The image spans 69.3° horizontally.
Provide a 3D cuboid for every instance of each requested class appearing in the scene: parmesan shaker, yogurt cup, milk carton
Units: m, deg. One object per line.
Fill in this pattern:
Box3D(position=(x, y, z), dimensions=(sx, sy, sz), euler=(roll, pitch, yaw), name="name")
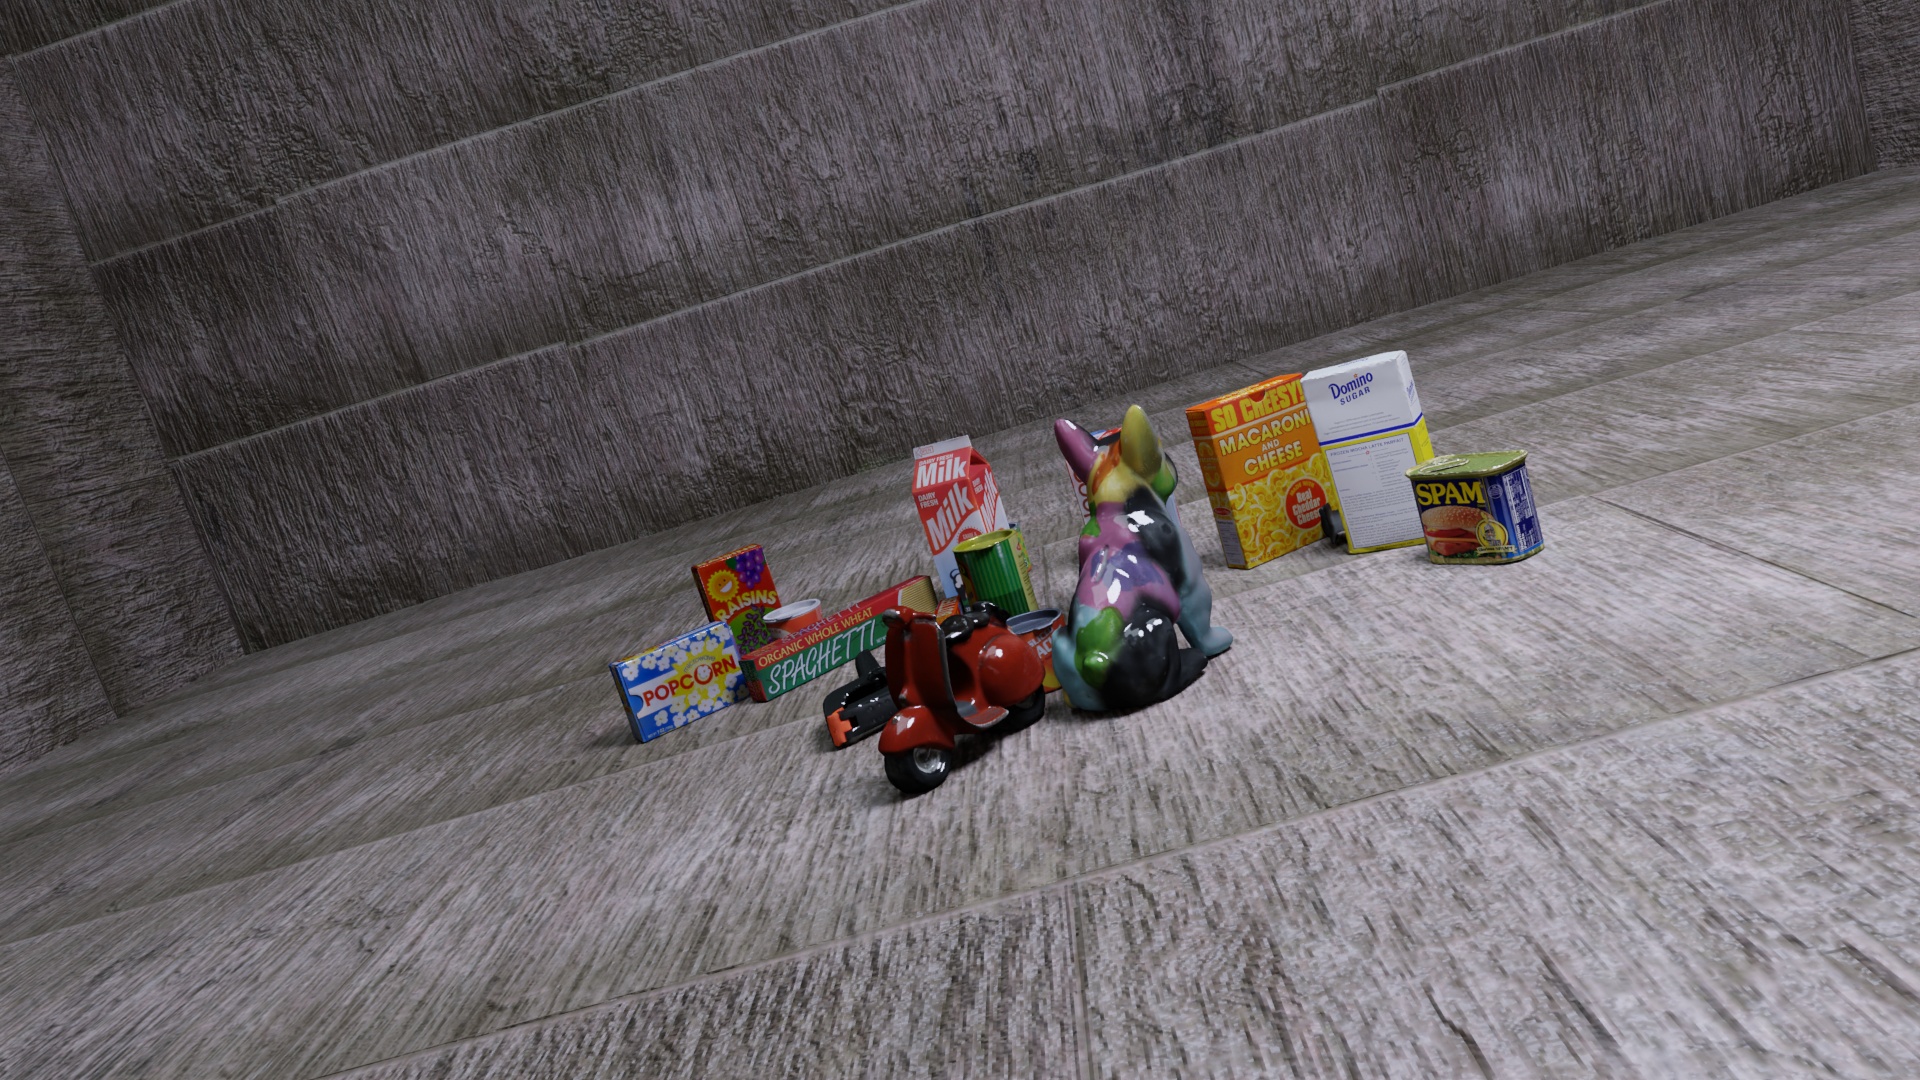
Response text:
Box3D(position=(0.038, 0.048, 1.373), dimensions=(0.071, 0.103, 0.071), euler=(-17, 9, 3), name="parmesan shaker")
Box3D(position=(-0.186, 0.103, 1.594), dimensions=(0.072, 0.054, 0.072), euler=(-17, 10, 3), name="yogurt cup")
Box3D(position=(0.006, -0.019, 1.546), dimensions=(0.072, 0.190, 0.074), euler=(-13, 10, 23), name="milk carton")

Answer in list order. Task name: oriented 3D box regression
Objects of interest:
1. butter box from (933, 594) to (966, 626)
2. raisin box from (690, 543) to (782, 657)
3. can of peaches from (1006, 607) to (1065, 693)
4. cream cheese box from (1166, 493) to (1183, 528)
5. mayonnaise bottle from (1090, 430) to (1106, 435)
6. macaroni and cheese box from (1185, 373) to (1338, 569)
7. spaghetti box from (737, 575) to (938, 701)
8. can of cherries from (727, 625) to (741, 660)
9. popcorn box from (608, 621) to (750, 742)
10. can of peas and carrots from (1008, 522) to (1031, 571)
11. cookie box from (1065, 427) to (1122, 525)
Box3D(position=(-0.008, 0.092, 1.354), dimensions=(0.024, 0.053, 0.104), euler=(-16, 10, 9), name="butter box")
Box3D(position=(-0.263, 0.076, 1.673), dimensions=(0.086, 0.123, 0.040), euler=(-21, 10, -21), name="raisin box")
Box3D(position=(0.064, 0.096, 1.191), dimensions=(0.071, 0.058, 0.071), euler=(-17, 10, 3), name="can of peaches")
Box3D(position=(0.202, -0.017, 1.603), dimensions=(0.104, 0.053, 0.024), euler=(-14, 10, 15), name="cream cheese box")
Box3D(position=(0.167, -0.048, 1.555), dimensions=(0.041, 0.147, 0.065), euler=(-8, 13, 44), name="mayonnaise bottle")
Box3D(position=(0.305, -0.070, 1.387), dimensions=(0.124, 0.166, 0.040), euler=(-21, 10, -21), name="macaroni and cheese box")
Box3D(position=(-0.125, 0.103, 1.501), dimensions=(0.251, 0.050, 0.028), euler=(-25, 12, -37), name="spaghetti box")
Box3D(position=(-0.281, 0.135, 1.564), dimensions=(0.071, 0.058, 0.071), euler=(-17, 10, 3), name="can of cherries")
Box3D(position=(-0.291, 0.145, 1.446), dimensions=(0.127, 0.085, 0.038), euler=(-23, 11, -30), name="popcorn box")
Box3D(position=(0.047, 0.016, 1.667), dimensions=(0.071, 0.058, 0.071), euler=(-17, 10, 3), name="can of peas and carrots")
Box3D(position=(0.154, -0.017, 1.349), dimensions=(0.040, 0.167, 0.123), euler=(-14, 10, 19), name="cookie box")
